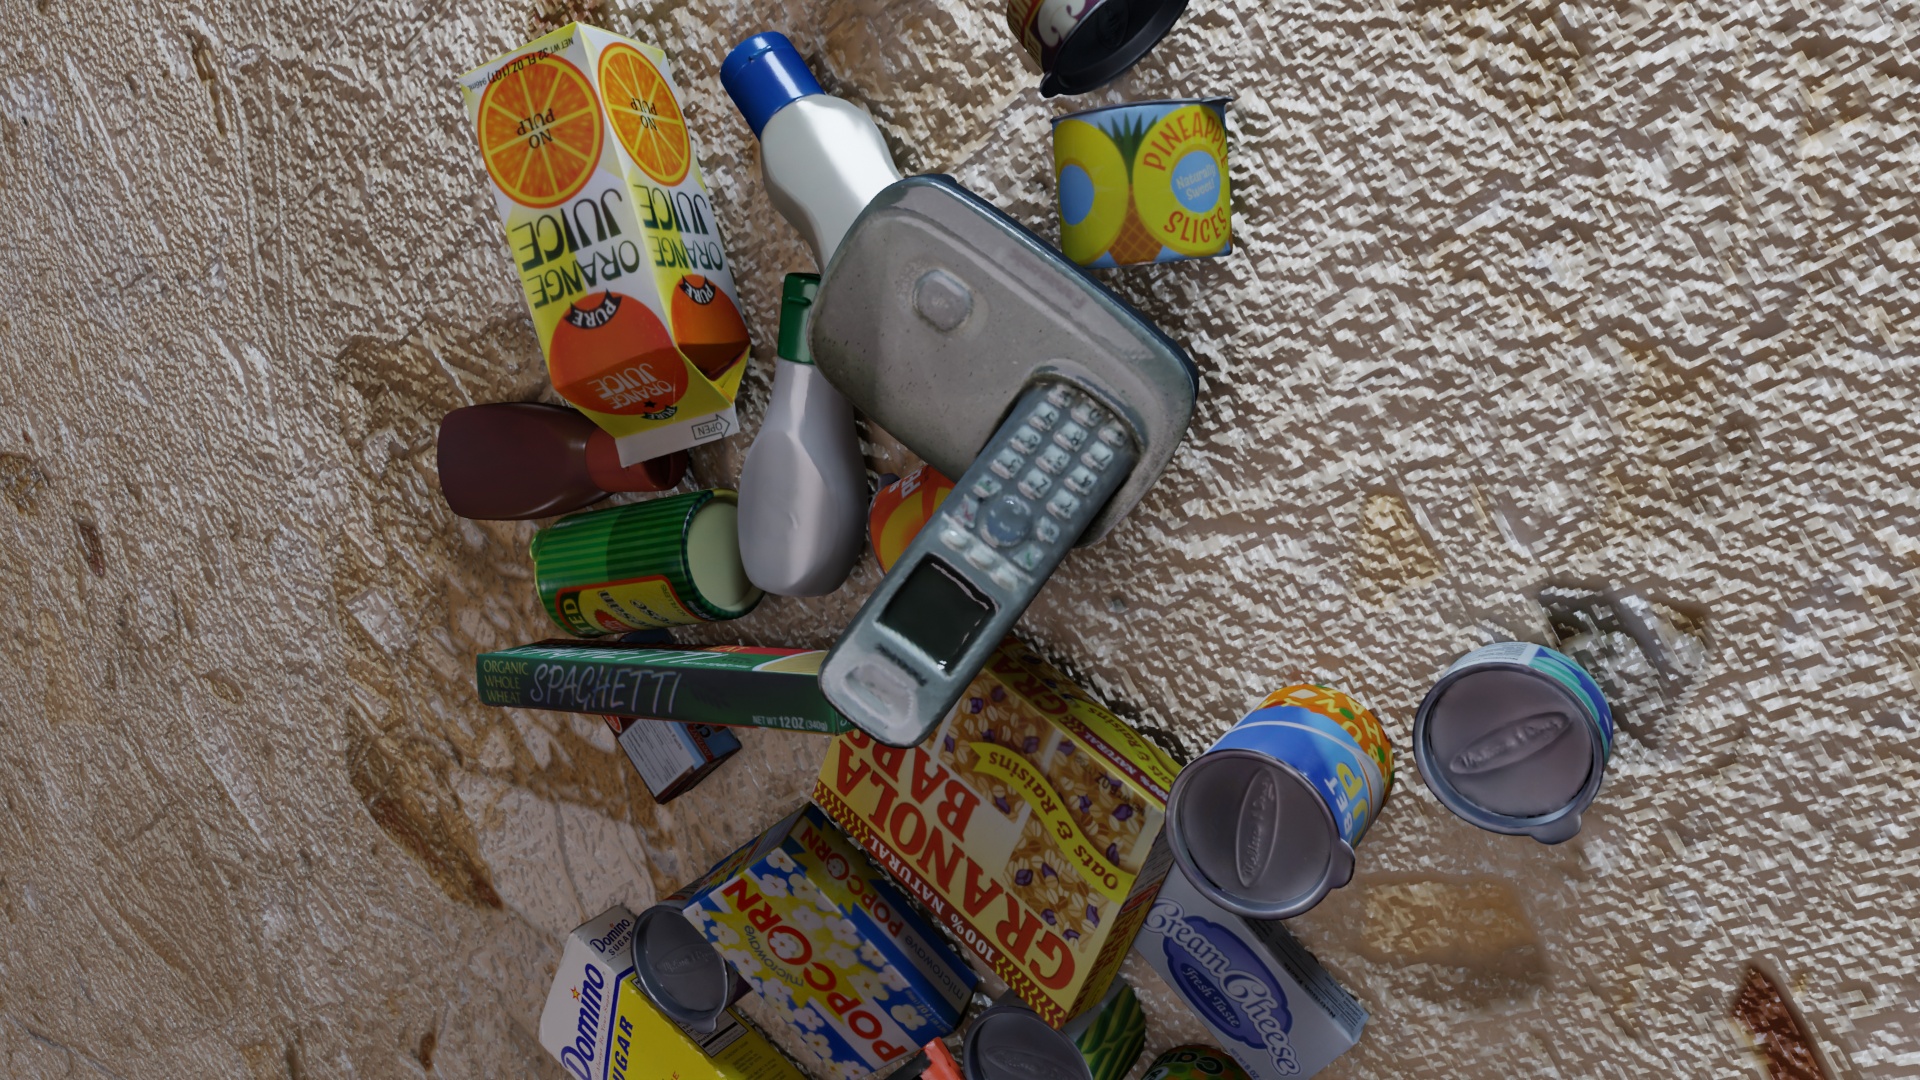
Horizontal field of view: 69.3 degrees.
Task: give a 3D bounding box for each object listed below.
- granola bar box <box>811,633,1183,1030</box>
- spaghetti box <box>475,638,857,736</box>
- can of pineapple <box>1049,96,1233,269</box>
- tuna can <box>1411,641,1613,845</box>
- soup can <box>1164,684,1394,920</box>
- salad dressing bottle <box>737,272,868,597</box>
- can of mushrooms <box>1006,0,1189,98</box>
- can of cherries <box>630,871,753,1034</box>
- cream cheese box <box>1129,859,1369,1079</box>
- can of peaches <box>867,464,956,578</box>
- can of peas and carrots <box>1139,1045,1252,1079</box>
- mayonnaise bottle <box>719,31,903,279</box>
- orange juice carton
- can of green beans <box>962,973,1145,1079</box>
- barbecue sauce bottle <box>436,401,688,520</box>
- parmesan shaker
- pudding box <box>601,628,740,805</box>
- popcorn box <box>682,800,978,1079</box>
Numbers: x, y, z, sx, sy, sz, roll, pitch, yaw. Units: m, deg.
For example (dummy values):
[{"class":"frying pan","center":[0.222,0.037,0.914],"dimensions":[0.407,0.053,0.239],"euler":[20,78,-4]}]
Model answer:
[{"class":"granola bar box","center":[0.016,0.113,0.620],"dimensions":[0.166,0.039,0.123],"euler":[37,119,31]},{"class":"spaghetti box","center":[-0.139,0.068,0.670],"dimensions":[0.250,0.050,0.028],"euler":[-1,96,35]},{"class":"can of pineapple","center":[0.070,-0.134,0.527],"dimensions":[0.071,0.071,0.057],"euler":[1,103,31]},{"class":"tuna can","center":[0.206,0.074,0.513],"dimensions":[0.071,0.033,0.071],"euler":[8,105,30]},{"class":"soup can","center":[0.128,0.099,0.536],"dimensions":[0.071,0.084,0.071],"euler":[8,106,30]},{"class":"salad dressing bottle","center":[-0.071,-0.049,0.649],"dimensions":[0.064,0.044,0.147],"euler":[16,108,28]},{"class":"can of mushrooms","center":[0.050,-0.202,0.523],"dimensions":[0.070,0.071,0.033],"euler":[-41,79,32]},{"class":"can of cherries","center":[-0.130,0.215,0.737],"dimensions":[0.071,0.058,0.071],"euler":[7,105,29]},{"class":"cream cheese box","center":[0.119,0.183,0.597],"dimensions":[0.104,0.024,0.053],"euler":[46,120,14]},{"class":"can of peaches","center":[0.002,-0.008,0.599],"dimensions":[0.058,0.071,0.071],"euler":[-26,87,33]},{"class":"can of peas and carrots","center":[0.098,0.263,0.608],"dimensions":[0.071,0.059,0.070],"euler":[7,105,30]},{"class":"mayonnaise bottle","center":[-0.053,-0.154,0.606],"dimensions":[0.065,0.041,0.148],"euler":[-31,79,-9]},{"class":"orange juice carton","center":[-0.161,-0.134,0.659],"dimensions":[0.071,0.073,0.192],"euler":[-15,93,22]},{"class":"can of green beans","center":[0.043,0.230,0.634],"dimensions":[0.071,0.058,0.071],"euler":[8,105,30]},{"class":"barbecue sauce bottle","center":[-0.212,-0.043,0.737],"dimensions":[0.148,0.044,0.064],"euler":[0,97,31]},{"class":"parmesan shaker","center":[-0.156,0.011,0.697],"dimensions":[0.103,0.071,0.071],"euler":[-8,97,33]},{"class":"pudding box","center":[-0.162,0.092,0.745],"dimensions":[0.049,0.030,0.084],"euler":[-42,79,33]},{"class":"popcorn box","center":[-0.064,0.201,0.687],"dimensions":[0.126,0.038,0.085],"euler":[48,124,-6]}]
